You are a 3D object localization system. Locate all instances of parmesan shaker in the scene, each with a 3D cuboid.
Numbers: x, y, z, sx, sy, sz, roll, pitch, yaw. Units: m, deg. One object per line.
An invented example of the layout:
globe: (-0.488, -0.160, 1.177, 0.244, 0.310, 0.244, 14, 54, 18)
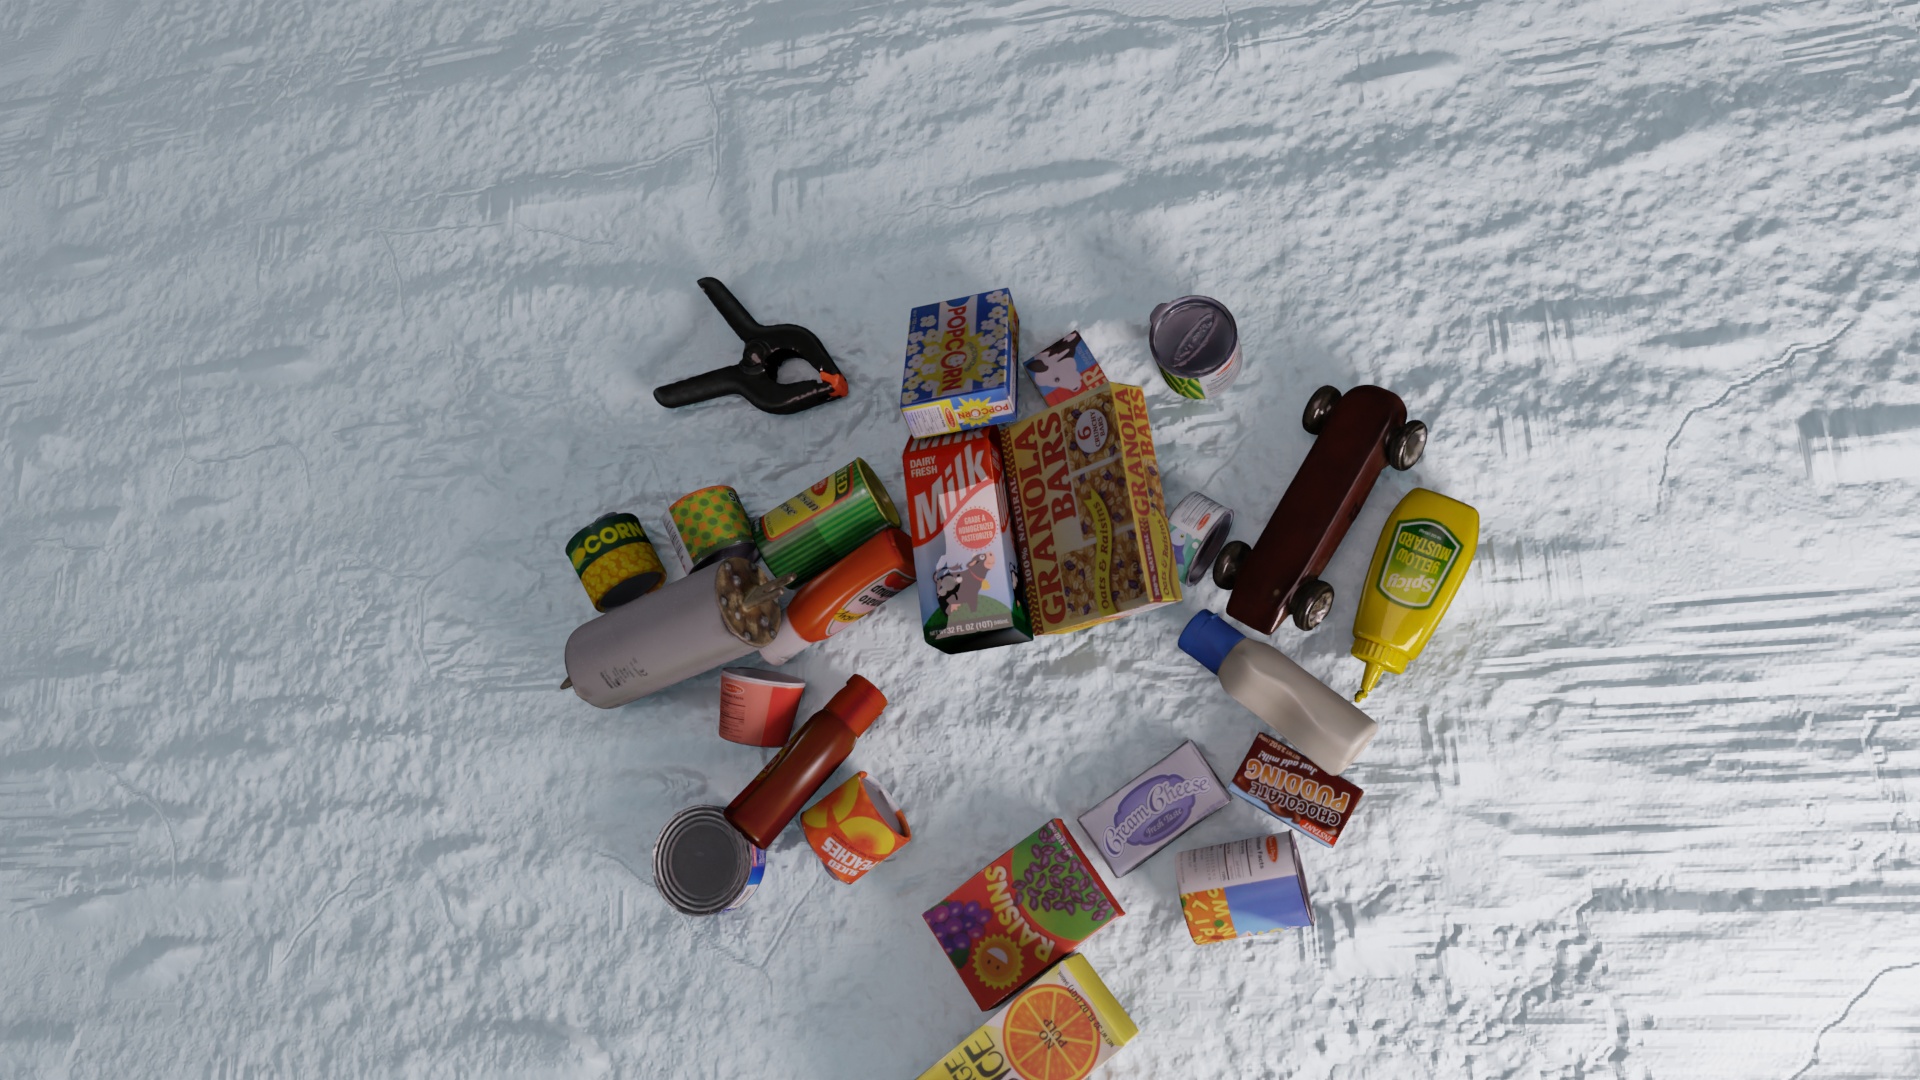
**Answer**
parmesan shaker: (-0.108, -0.012, 1.114, 0.103, 0.071, 0.071, -30, 72, 7)

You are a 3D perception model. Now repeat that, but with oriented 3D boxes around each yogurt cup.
yogurt cup: (-0.160, 0.133, 1.101, 0.072, 0.072, 0.054, 9, 89, 18)

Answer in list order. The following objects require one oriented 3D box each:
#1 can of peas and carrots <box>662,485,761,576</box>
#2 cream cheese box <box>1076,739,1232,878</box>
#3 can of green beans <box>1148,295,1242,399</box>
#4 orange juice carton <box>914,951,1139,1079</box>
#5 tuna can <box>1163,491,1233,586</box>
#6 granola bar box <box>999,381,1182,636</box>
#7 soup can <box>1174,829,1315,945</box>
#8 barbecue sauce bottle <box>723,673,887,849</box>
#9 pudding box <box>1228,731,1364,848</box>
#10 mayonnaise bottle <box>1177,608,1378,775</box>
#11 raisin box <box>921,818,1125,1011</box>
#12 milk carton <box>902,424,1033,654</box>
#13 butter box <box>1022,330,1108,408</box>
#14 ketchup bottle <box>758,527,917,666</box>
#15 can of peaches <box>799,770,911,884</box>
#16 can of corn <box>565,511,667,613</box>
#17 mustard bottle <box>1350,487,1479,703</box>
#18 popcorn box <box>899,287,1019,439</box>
can of peas and carrots: (-0.202, -0.005, 1.143, 0.071, 0.071, 0.059, -31, 71, 8)
cream cheese box: (0.143, 0.198, 1.021, 0.104, 0.024, 0.053, -36, 71, 5)
can of green beans: (0.182, -0.148, 1.069, 0.071, 0.058, 0.071, -3, 77, 15)
orange juice carton: (0.028, 0.382, 0.986, 0.192, 0.073, 0.072, -40, 71, 5)
tuna can: (0.173, 0.000, 1.037, 0.033, 0.071, 0.071, 31, 88, 21)
granola bar box: (0.095, -0.021, 1.041, 0.124, 0.039, 0.166, -21, 73, 47)
soup can: (0.200, 0.246, 0.974, 0.084, 0.071, 0.071, -15, 75, 13)
barbecue sauce bottle: (-0.117, 0.169, 1.071, 0.043, 0.064, 0.149, 42, 72, 1)
pudding box: (0.240, 0.179, 0.995, 0.084, 0.030, 0.049, 30, 88, 20)
mayonnaise bottle: (0.225, 0.106, 1.001, 0.148, 0.065, 0.041, 38, 118, 24)
raisin box: (0.046, 0.275, 1.024, 0.123, 0.040, 0.086, -37, 72, 4)
milk carton: (0.004, -0.014, 1.081, 0.072, 0.073, 0.191, -11, 75, 13)
butter box: (0.097, -0.111, 1.103, 0.053, 0.024, 0.104, -32, 71, 7)
ketchup bottle: (-0.098, 0.046, 1.105, 0.148, 0.064, 0.043, -34, 69, 16)
can of peaches: (-0.079, 0.219, 1.055, 0.058, 0.071, 0.071, -37, 71, 5)
can of corn: (-0.286, 0.018, 1.158, 0.071, 0.071, 0.058, -34, 72, 6)
mustard bottle: (0.317, 0.044, 0.993, 0.065, 0.048, 0.160, 22, 84, 21)
popcorn box: (0.001, -0.141, 1.099, 0.085, 0.038, 0.127, -10, 45, 14)
